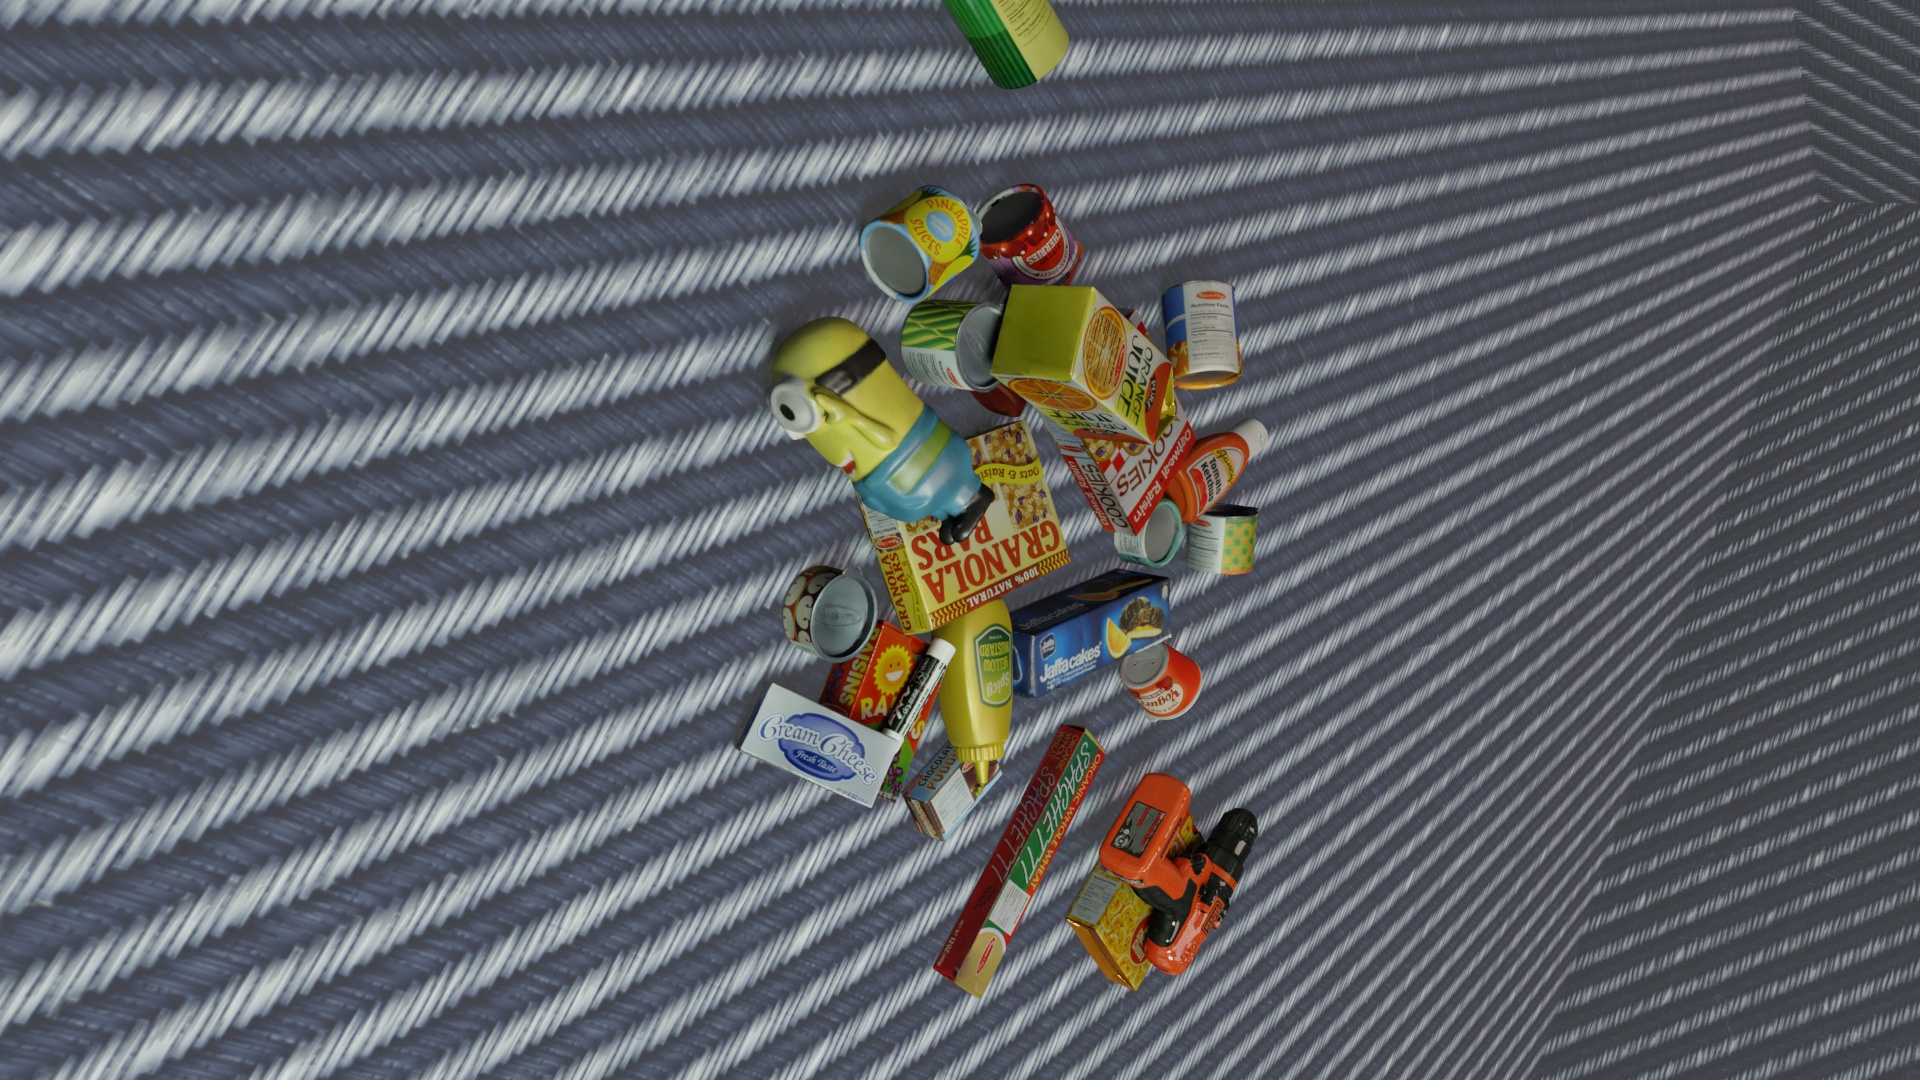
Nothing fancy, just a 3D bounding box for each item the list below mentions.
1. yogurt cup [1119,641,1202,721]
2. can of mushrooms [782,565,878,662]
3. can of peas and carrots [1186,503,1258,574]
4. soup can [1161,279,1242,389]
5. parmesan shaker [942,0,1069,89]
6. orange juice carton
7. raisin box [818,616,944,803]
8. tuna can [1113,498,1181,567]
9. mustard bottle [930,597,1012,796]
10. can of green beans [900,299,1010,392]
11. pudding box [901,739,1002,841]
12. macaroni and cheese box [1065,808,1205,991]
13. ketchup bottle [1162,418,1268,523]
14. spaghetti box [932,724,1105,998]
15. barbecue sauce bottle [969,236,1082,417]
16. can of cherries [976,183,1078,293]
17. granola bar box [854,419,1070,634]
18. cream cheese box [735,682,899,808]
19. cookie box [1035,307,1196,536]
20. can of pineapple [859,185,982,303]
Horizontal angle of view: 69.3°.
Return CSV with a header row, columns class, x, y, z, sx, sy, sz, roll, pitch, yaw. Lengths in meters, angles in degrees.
class,x,y,z,sx,sy,sz,roll,pitch,yaw
yogurt cup,0.188,0.129,1.321,0.054,0.072,0.072,41,69,-37
can of mushrooms,-0.093,0.050,1.003,0.071,0.033,0.071,-15,110,-45
can of peas and carrots,0.258,-0.002,1.364,0.071,0.071,0.058,-12,109,-47
soup can,0.218,-0.185,1.260,0.071,0.071,0.084,9,74,-49
parmesan shaker,0.026,-0.386,1.007,0.103,0.071,0.071,47,64,-44
orange juice carton,0.106,-0.127,1.079,0.192,0.072,0.073,27,74,-55
raisin box,-0.065,0.127,1.050,0.086,0.040,0.123,31,75,-47
tuna can,0.177,-0.009,1.296,0.071,0.033,0.071,-15,110,-45
mustard bottle,0.013,0.125,1.111,0.065,0.049,0.160,-5,91,-48
can of green beans,-0.002,-0.147,1.039,0.071,0.058,0.071,-15,111,-46
pudding box,-0.006,0.200,1.142,0.084,0.030,0.049,-45,129,-32
macaroni and cheese box,0.182,0.343,1.382,0.167,0.040,0.123,-53,134,-26
ketchup bottle,0.246,-0.074,1.351,0.149,0.043,0.064,-35,118,-39
spaghetti box,0.056,0.280,1.233,0.251,0.028,0.050,-60,136,-20
barbecue sauce bottle,0.055,-0.176,1.107,0.149,0.044,0.064,-66,152,-15
can of cherries,0.051,-0.231,1.069,0.072,0.071,0.058,-59,136,-20
granola bar box,0.004,-0.013,1.068,0.166,0.039,0.124,-23,97,-44
cream cheese box,-0.101,0.145,0.984,0.104,0.024,0.053,26,76,-12
cookie box,0.142,-0.103,1.227,0.123,0.040,0.166,-55,135,-24
can of pineapple,-0.028,-0.211,0.986,0.058,0.071,0.070,-43,129,-33
